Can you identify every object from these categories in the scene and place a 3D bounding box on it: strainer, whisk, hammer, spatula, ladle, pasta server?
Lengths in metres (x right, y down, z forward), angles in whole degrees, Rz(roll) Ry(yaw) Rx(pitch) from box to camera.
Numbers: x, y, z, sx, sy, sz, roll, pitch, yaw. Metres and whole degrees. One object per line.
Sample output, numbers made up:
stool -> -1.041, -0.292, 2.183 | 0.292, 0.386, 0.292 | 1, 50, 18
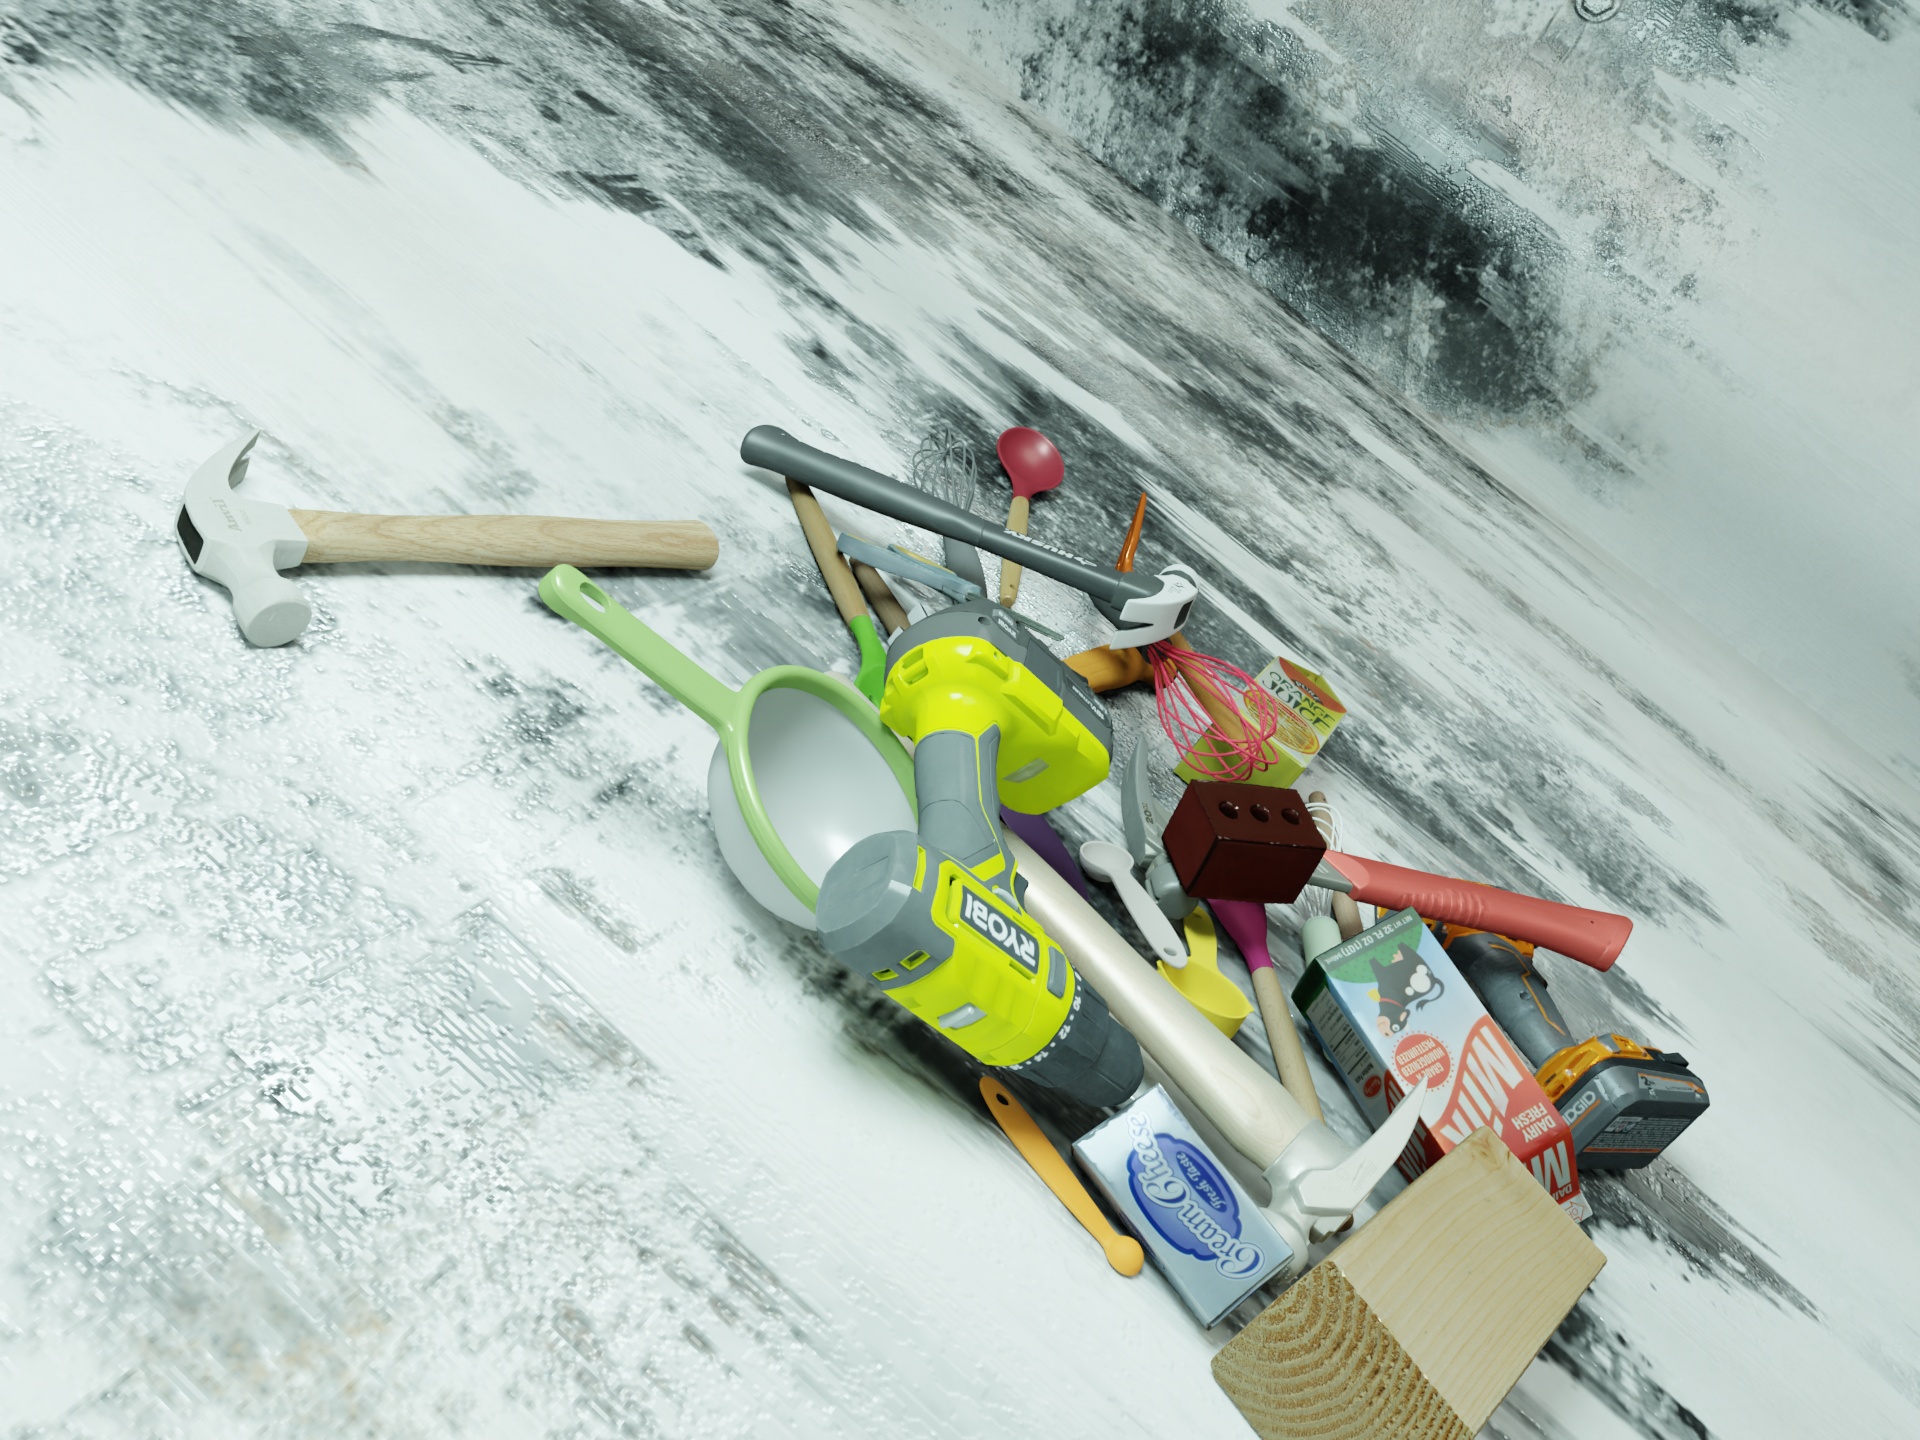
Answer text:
strainer -> -0.114, 0.022, 0.771 | 0.256, 0.069, 0.152 | 41, 32, -28
whisk -> 0.241, 0.135, 1.067 | 0.057, 0.059, 0.247 | 54, 23, -29
hammer -> 0.066, 0.109, 0.876 | 0.411, 0.038, 0.146 | 43, 52, 19
hammer -> 0.076, -0.036, 1.121 | 0.127, 0.034, 0.337 | 46, 24, 15
hammer -> 0.000, -0.134, 1.105 | 0.335, 0.035, 0.146 | 23, 23, 10
hammer -> 0.280, 0.103, 1.058 | 0.359, 0.036, 0.149 | 13, 36, -12
whisk -> -0.003, -0.153, 1.234 | 0.055, 0.055, 0.239 | 22, 35, -25
spatula -> -0.002, -0.003, 1.032 | 0.059, 0.018, 0.316 | 20, 30, -51
ladle -> 0.051, -0.173, 1.344 | 0.069, 0.031, 0.316 | 28, 31, -11
spatula -> 0.163, -0.066, 1.196 | 0.041, 0.081, 0.323 | 4, 34, -21
hammer -> -0.263, -0.101, 0.874 | 0.130, 0.031, 0.331 | 49, 30, 22
pasta server -> 0.279, 0.135, 1.115 | 0.060, 0.040, 0.316 | 41, 24, -19
whisk -> 0.146, -0.041, 1.115 | 0.073, 0.073, 0.296 | 22, 19, -26

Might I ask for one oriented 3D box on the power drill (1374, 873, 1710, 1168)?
power drill -> 0.409, 0.201, 1.118 | 0.164, 0.084, 0.227 | 12, 32, -37

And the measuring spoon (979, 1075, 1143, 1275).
measuring spoon -> 0.048, 0.214, 0.760 | 0.117, 0.011, 0.021 | 49, 30, 22

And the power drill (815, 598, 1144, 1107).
power drill -> 0.023, 0.068, 0.793 | 0.190, 0.080, 0.229 | 40, 35, -29

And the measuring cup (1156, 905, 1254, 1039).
measuring cup -> 0.140, 0.150, 0.958 | 0.062, 0.029, 0.156 | 26, 16, -1

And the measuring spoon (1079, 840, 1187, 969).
measuring spoon -> 0.104, 0.113, 0.952 | 0.034, 0.018, 0.124 | 2, 30, -23

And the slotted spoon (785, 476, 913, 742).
slotted spoon -> -0.072, -0.079, 1.061 | 0.070, 0.031, 0.314 | 15, 32, -35

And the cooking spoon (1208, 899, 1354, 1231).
cooking spoon -> 0.192, 0.174, 0.973 | 0.068, 0.017, 0.319 | 33, 27, -26
